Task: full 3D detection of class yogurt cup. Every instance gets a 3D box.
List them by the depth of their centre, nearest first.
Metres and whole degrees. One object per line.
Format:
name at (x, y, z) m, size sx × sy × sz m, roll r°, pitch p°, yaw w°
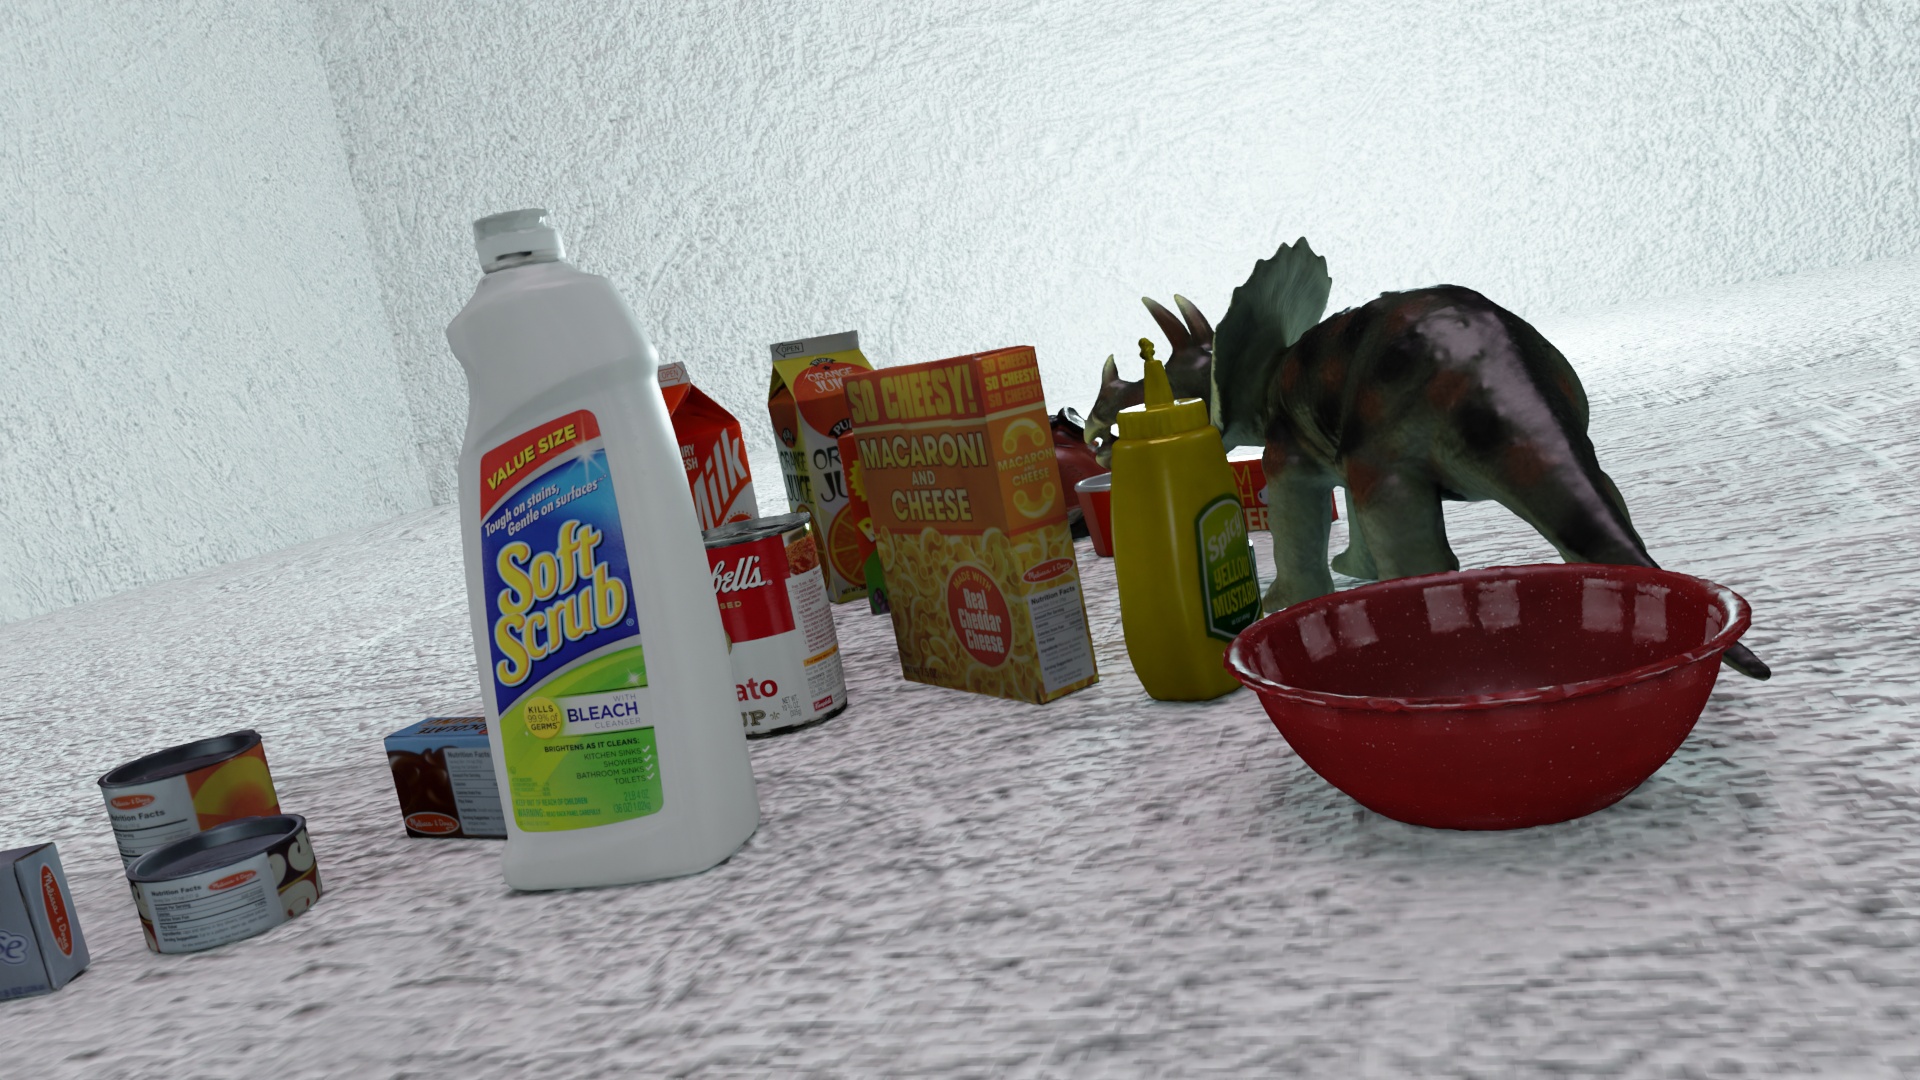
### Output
yogurt cup at (0.119, -0.020, 0.995) m, size 0.072 × 0.054 × 0.072 m, roll -11°, pitch 8°, yaw 2°

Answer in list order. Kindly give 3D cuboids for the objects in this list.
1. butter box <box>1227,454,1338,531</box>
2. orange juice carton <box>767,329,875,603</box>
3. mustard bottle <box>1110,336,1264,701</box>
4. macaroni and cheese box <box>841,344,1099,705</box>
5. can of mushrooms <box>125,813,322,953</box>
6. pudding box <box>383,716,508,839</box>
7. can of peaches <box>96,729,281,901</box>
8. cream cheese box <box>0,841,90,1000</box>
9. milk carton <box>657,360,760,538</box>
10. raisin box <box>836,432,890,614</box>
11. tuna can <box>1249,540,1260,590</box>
butter box at (0.209, -0.034, 0.973) m, size 0.103 × 0.053 × 0.024 m, roll -3°, pitch 11°, yaw 42°
orange juice carton at (-0.089, -0.057, 1.032) m, size 0.072 × 0.192 × 0.073 m, roll -15°, pitch 9°, yaw -23°
mustard bottle at (0.096, -0.011, 0.615) m, size 0.049 × 0.160 × 0.065 m, roll -4°, pitch 11°, yaw 41°
macaroni and cheese box at (0.002, -0.009, 0.695) m, size 0.040 × 0.166 × 0.123 m, roll -16°, pitch 10°, yaw -34°
can of mushrooms at (-0.298, 0.138, 0.566) m, size 0.071 × 0.033 × 0.071 m, roll -11°, pitch 9°, yaw 2°
pudding box at (-0.215, 0.105, 0.620) m, size 0.083 × 0.049 × 0.030 m, roll -6°, pitch 10°, yaw 29°
can of peaches at (-0.343, 0.124, 0.629) m, size 0.071 × 0.058 × 0.071 m, roll -11°, pitch 8°, yaw 2°
cream cheese box at (-0.394, 0.152, 0.529) m, size 0.104 × 0.053 × 0.024 m, roll -11°, pitch 8°, yaw 1°
milk carton at (-0.171, -0.010, 0.840) m, size 0.072 × 0.190 × 0.074 m, roll -6°, pitch 10°, yaw 34°
raisin box at (-0.027, -0.018, 0.937) m, size 0.086 × 0.123 × 0.040 m, roll -9°, pitch 8°, yaw 15°
tuna can at (0.134, 0.022, 0.776) m, size 0.071 × 0.032 × 0.071 m, roll -11°, pitch 9°, yaw 2°
